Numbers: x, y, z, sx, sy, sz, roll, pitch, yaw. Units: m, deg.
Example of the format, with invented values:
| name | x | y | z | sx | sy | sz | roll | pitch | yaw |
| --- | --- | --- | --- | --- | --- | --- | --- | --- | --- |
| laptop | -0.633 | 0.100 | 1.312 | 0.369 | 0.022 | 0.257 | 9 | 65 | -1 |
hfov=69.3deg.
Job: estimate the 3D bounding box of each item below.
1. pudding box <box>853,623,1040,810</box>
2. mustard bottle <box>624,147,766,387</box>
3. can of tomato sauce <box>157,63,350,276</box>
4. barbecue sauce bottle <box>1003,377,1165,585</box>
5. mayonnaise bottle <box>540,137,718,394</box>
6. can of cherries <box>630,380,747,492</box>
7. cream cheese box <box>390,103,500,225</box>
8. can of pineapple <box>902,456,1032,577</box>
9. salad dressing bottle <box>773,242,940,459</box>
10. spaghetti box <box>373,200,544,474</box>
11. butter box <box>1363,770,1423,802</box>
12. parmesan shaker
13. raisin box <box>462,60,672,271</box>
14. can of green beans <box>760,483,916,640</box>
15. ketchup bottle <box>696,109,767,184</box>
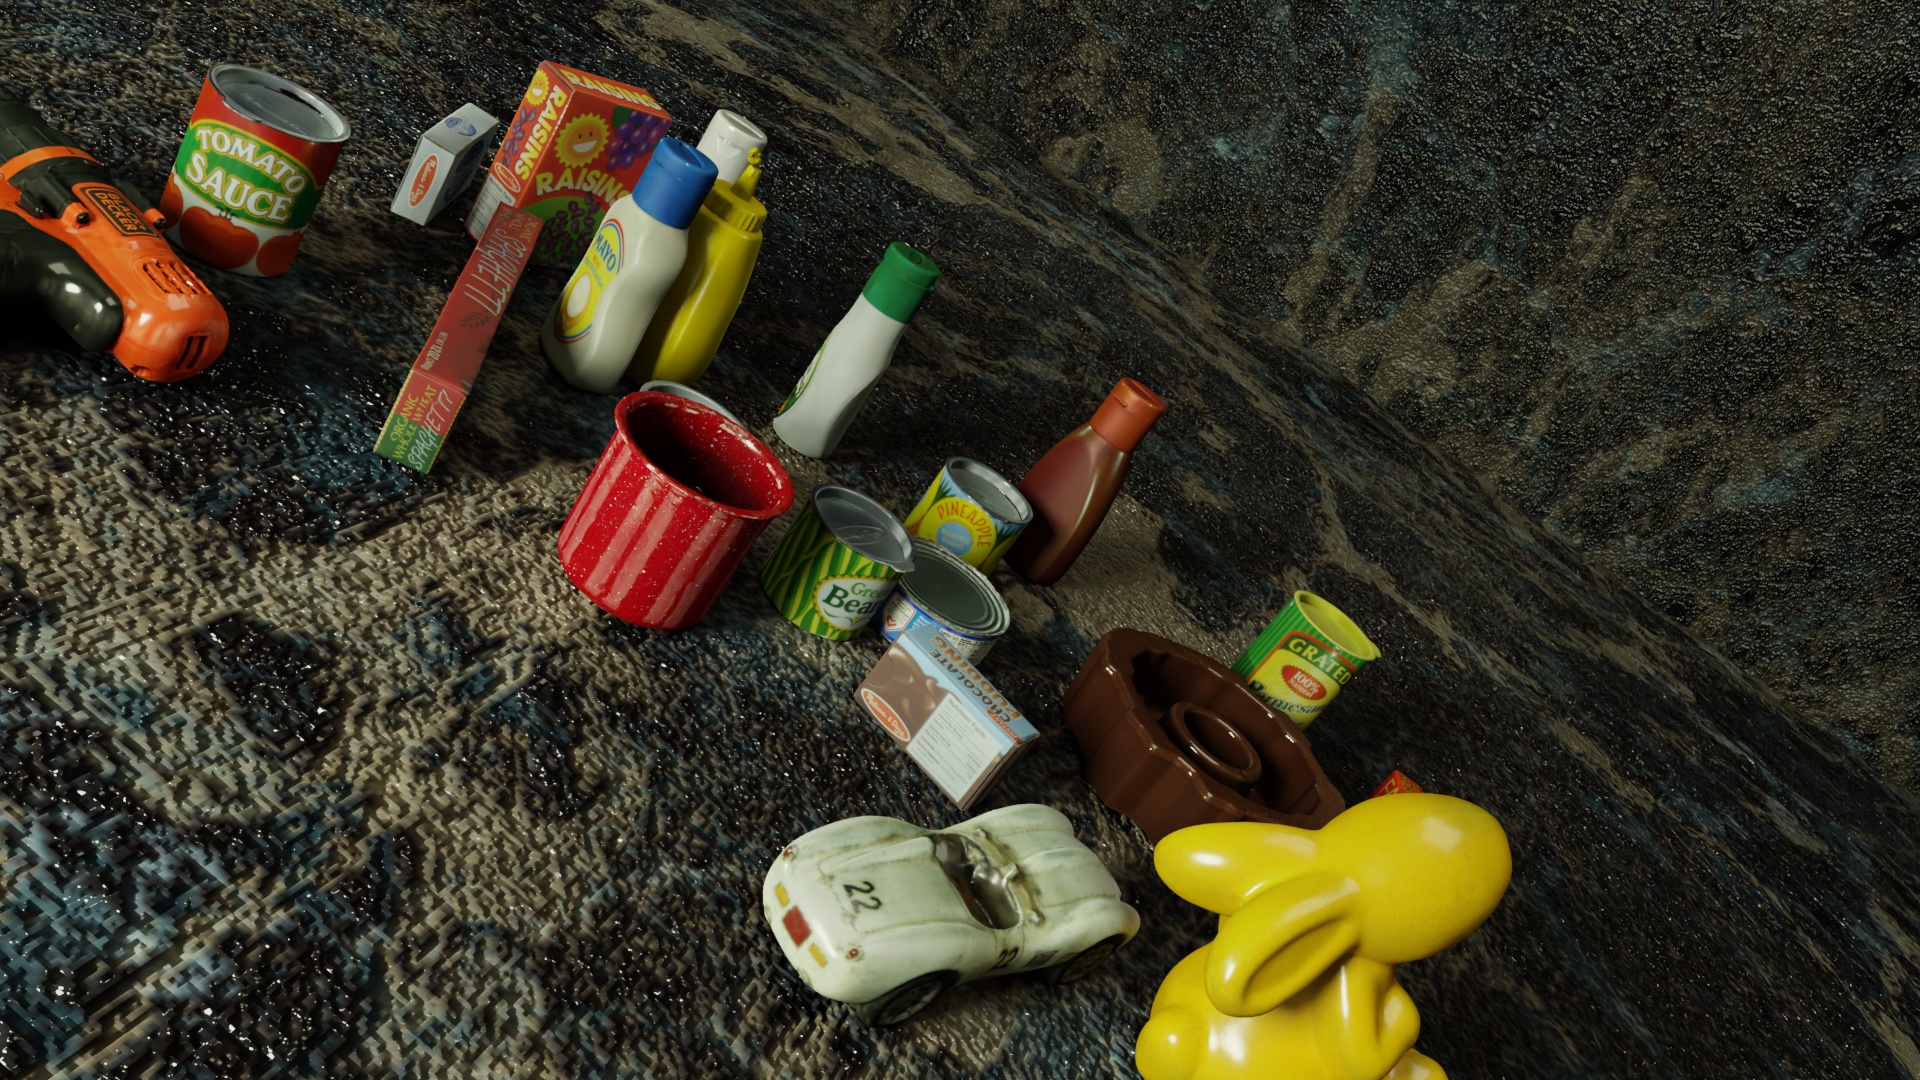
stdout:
| name | x | y | z | sx | sy | sz | roll | pitch | yaw |
| --- | --- | --- | --- | --- | --- | --- | --- | --- | --- |
| pudding box | -0.007 | 0.087 | 0.698 | 0.084 | 0.049 | 0.030 | 44 | 24 | 18 |
| mustard bottle | -0.156 | -0.165 | 0.839 | 0.065 | 0.159 | 0.049 | 47 | 25 | 24 |
| can of tomato sauce | -0.355 | -0.184 | 0.696 | 0.071 | 0.082 | 0.071 | 30 | 23 | -14 |
| barbecue sauce bottle | 0.081 | -0.043 | 0.946 | 0.044 | 0.148 | 0.065 | 6 | 36 | -50 |
| mayonnaise bottle | -0.189 | -0.158 | 0.795 | 0.041 | 0.147 | 0.065 | 12 | 32 | -45 |
| can of cherries | -0.154 | -0.043 | 0.735 | 0.071 | 0.058 | 0.072 | 30 | 23 | -14 |
| cream cheese box | -0.327 | -0.241 | 0.884 | 0.024 | 0.053 | 0.104 | 29 | 24 | -16 |
| can of pineapple | 0.003 | -0.011 | 0.893 | 0.071 | 0.057 | 0.071 | 30 | 23 | -14 |
| salad dressing bottle | -0.067 | -0.122 | 0.895 | 0.044 | 0.147 | 0.064 | 34 | 22 | -5 |
| spaghetti box | -0.262 | -0.117 | 0.741 | 0.028 | 0.050 | 0.251 | 26 | 24 | -22 |
| butter box | 0.278 | 0.196 | 0.881 | 0.024 | 0.053 | 0.104 | 32 | 23 | -9 |
| parmesan shaker | 0.221 | 0.095 | 0.933 | 0.071 | 0.102 | 0.071 | 30 | 23 | -14 |
| raisin box | -0.252 | -0.237 | 0.892 | 0.040 | 0.123 | 0.086 | 46 | 25 | 24 |
| can of green beans | -0.066 | 0.012 | 0.751 | 0.071 | 0.057 | 0.071 | 30 | 23 | -14 |
| ketchup bottle | -0.177 | -0.208 | 0.906 | 0.065 | 0.148 | 0.044 | 31 | 23 | -11 |
